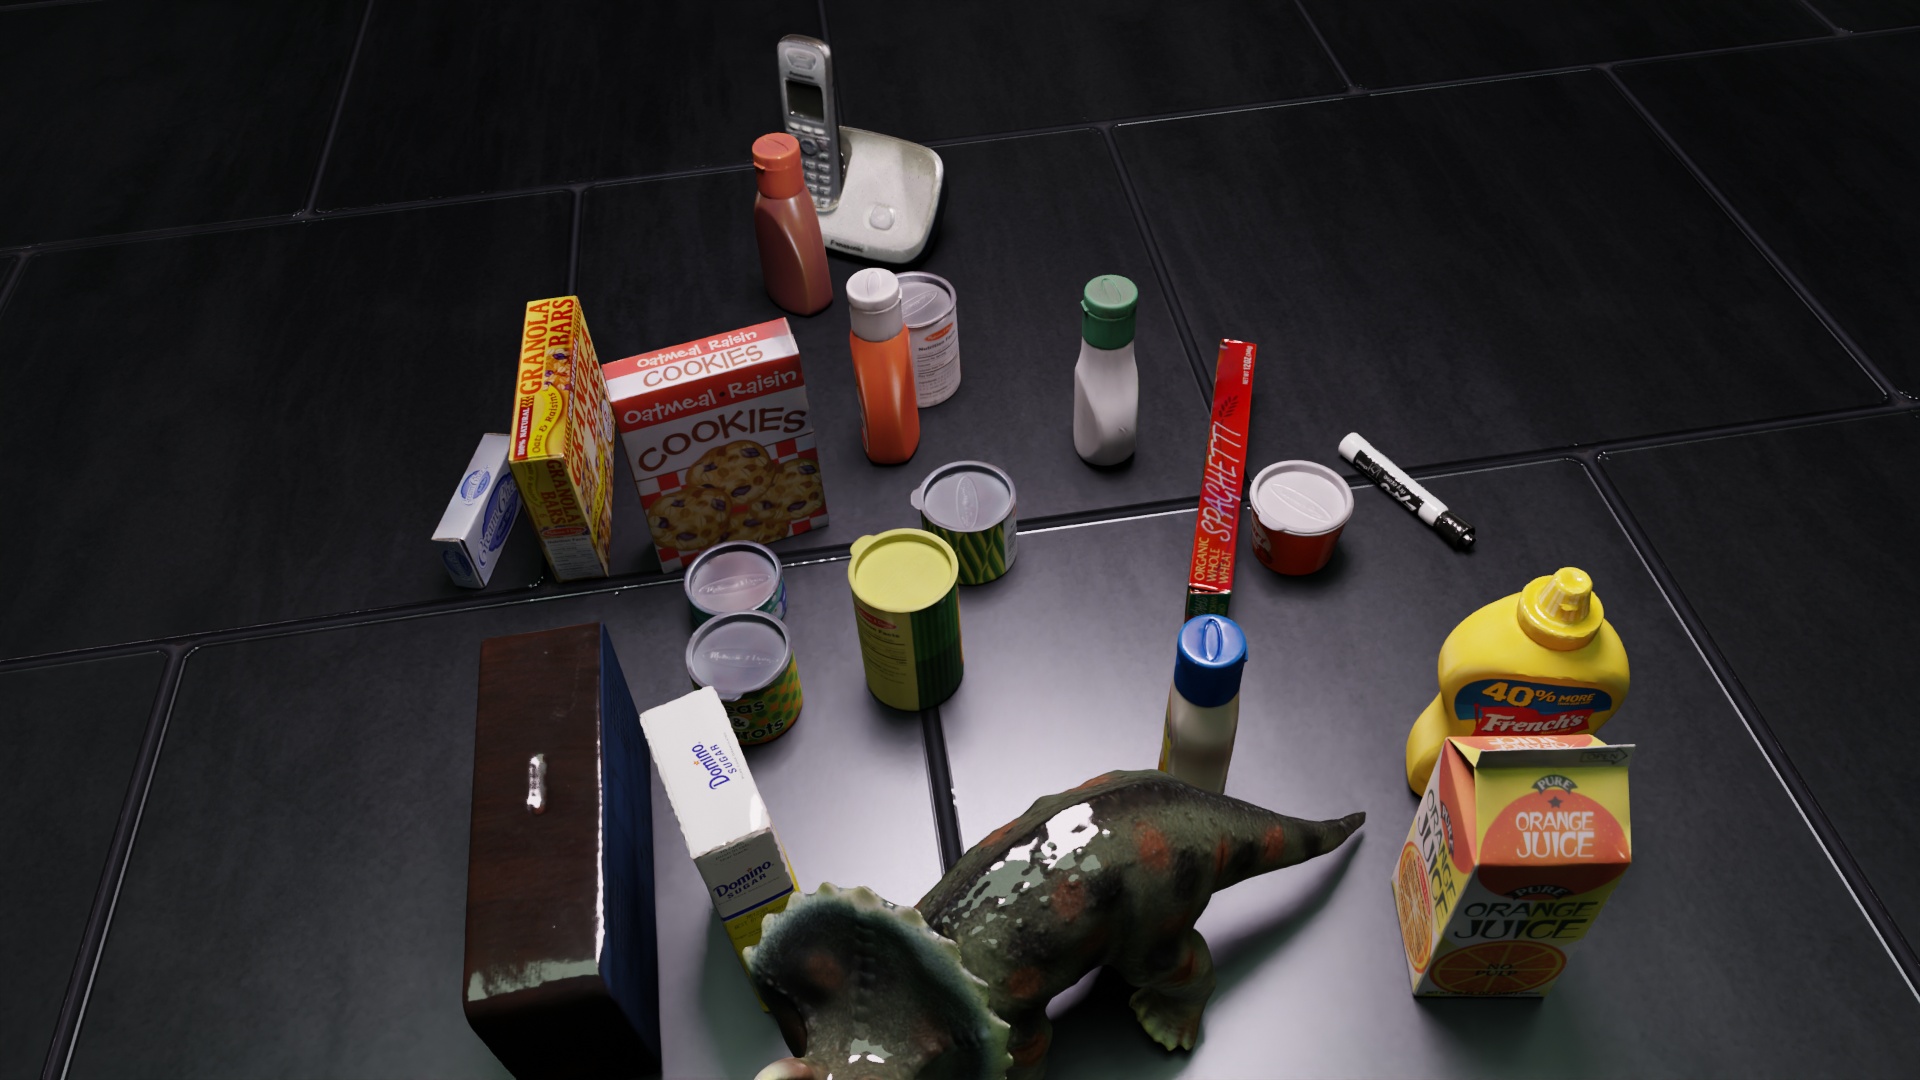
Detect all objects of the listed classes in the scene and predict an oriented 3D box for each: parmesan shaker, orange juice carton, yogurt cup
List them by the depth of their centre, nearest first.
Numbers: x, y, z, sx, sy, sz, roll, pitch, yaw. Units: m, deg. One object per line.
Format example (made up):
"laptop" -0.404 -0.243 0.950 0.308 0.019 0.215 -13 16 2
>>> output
"orange juice carton" 0.275 0.157 0.700 0.072 0.191 0.073 -1 48 3
"parmesan shaker" -0.034 0.050 0.874 0.071 0.102 0.072 -2 48 2
"yogurt cup" 0.229 -0.013 0.947 0.072 0.053 0.073 -2 48 2

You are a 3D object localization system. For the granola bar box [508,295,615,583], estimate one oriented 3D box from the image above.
"granola bar box" -0.279 -0.072 0.982 0.039 0.123 0.166 -8 48 -3

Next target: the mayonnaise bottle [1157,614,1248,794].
"mayonnaise bottle" 0.136 0.100 0.788 0.041 0.147 0.065 3 49 6

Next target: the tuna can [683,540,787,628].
"tuna can" -0.151 0.037 0.939 0.071 0.032 0.071 -2 48 2

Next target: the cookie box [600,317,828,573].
"cookie box" -0.161 -0.062 0.937 0.123 0.166 0.040 -17 50 -11

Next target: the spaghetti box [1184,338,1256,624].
"spaghetti box" 0.184 -0.042 0.979 0.029 0.050 0.251 7 49 10

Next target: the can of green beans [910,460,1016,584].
"can of green beans" 0.006 -0.012 0.956 0.071 0.057 0.071 -2 48 2

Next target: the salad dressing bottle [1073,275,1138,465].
"salad dressing bottle" 0.104 -0.119 0.987 0.044 0.146 0.064 -12 49 -7

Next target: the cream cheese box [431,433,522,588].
"cream cheese box" -0.338 -0.022 0.988 0.024 0.053 0.104 4 49 7

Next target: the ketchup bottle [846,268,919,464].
"ketchup bottle" -0.056 -0.127 1.002 0.043 0.148 0.065 -2 48 2

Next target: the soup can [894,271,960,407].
"soup can" -0.036 -0.155 1.070 0.071 0.083 0.072 -2 48 2

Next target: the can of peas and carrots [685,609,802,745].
"can of peas and carrots" -0.135 0.088 0.874 0.071 0.058 0.071 -2 48 2

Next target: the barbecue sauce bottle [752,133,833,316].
"barbecue sauce bottle" -0.139 -0.255 1.121 0.065 0.147 0.044 34 59 29
